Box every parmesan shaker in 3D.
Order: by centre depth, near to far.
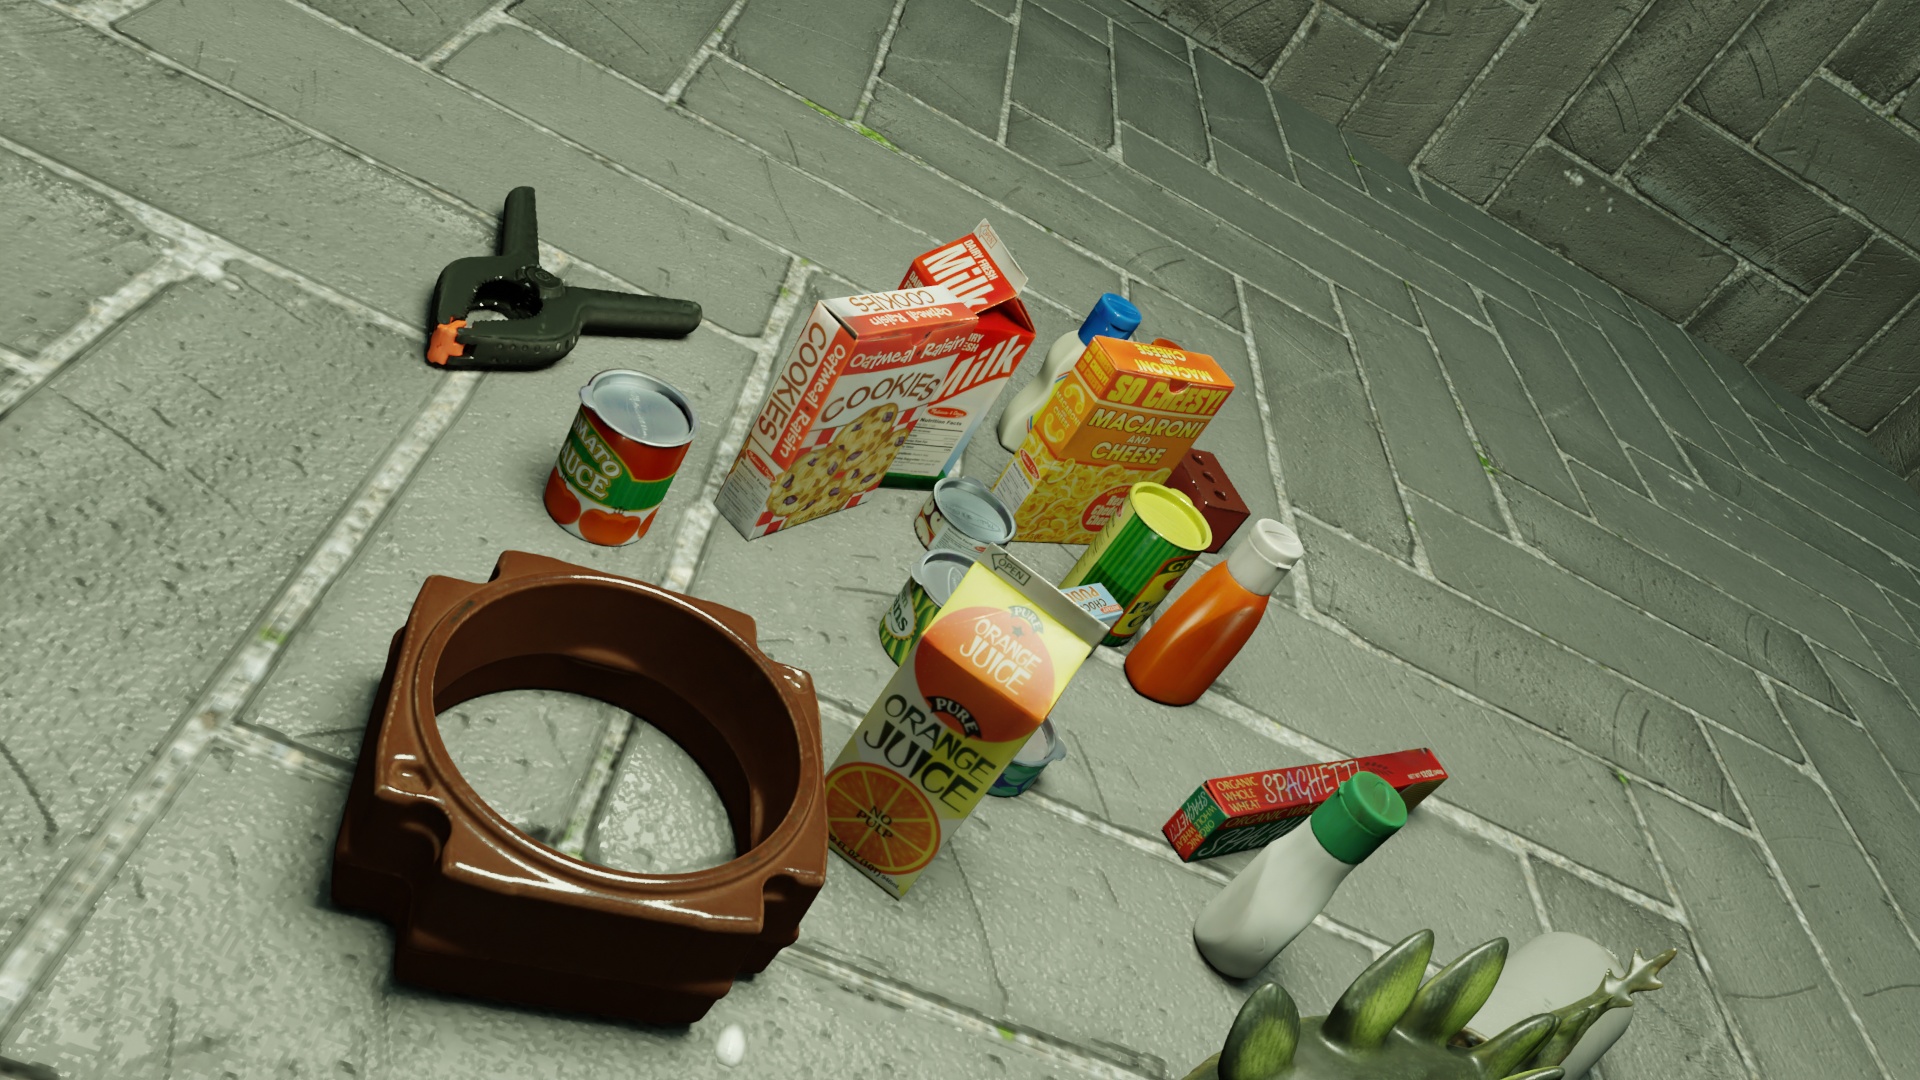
[{"bbox_3d":[0.122,0.017,0.984,0.071,0.102,0.072,23,34,-17],"label":"parmesan shaker"}]

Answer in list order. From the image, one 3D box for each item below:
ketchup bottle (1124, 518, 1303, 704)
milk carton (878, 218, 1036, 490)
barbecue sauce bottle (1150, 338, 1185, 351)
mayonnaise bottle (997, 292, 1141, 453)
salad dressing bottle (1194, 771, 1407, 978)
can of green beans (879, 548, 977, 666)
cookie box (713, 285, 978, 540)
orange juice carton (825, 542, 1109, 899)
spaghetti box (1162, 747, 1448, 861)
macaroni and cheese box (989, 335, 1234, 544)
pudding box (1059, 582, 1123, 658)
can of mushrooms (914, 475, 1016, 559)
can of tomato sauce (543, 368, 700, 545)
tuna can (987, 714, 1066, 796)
[{"bbox_3d":[0.175,0.050,0.945,0.065,0.148,0.044,12,39,-30],"label":"ketchup bottle"},{"bbox_3d":[-0.014,-0.128,0.973,0.073,0.189,0.072,3,44,-39],"label":"milk carton"},{"bbox_3d":[0.126,-0.089,1.082,0.065,0.147,0.044,-8,51,-46],"label":"barbecue sauce bottle"},{"bbox_3d":[0.089,-0.127,1.099,0.065,0.147,0.041,19,35,-21],"label":"mayonnaise bottle"},{"bbox_3d":[0.190,0.188,0.780,0.044,0.147,0.064,36,33,2],"label":"salad dressing bottle"},{"bbox_3d":[-0.010,0.048,0.871,0.071,0.057,0.071,23,34,-17],"label":"can of green beans"},{"bbox_3d":[-0.072,-0.082,0.886,0.040,0.166,0.123,46,35,17],"label":"cookie box"},{"bbox_3d":[-0.002,0.087,0.704,0.072,0.191,0.073,36,33,4],"label":"orange juice carton"},{"bbox_3d":[0.236,0.173,0.928,0.250,0.050,0.029,1,45,-40],"label":"spaghetti box"},{"bbox_3d":[0.108,-0.068,1.022,0.124,0.165,0.040,3,44,-39],"label":"macaroni and cheese box"},{"bbox_3d":[0.065,0.059,0.930,0.084,0.049,0.030,-8,51,-46],"label":"pudding box"},{"bbox_3d":[0.004,-0.012,0.983,0.071,0.033,0.071,23,34,-17],"label":"can of mushrooms"},{"bbox_3d":[-0.200,-0.048,0.809,0.071,0.082,0.071,23,34,-17],"label":"can of tomato sauce"},{"bbox_3d":[0.026,0.119,0.833,0.071,0.032,0.071,23,34,-17],"label":"tuna can"}]
